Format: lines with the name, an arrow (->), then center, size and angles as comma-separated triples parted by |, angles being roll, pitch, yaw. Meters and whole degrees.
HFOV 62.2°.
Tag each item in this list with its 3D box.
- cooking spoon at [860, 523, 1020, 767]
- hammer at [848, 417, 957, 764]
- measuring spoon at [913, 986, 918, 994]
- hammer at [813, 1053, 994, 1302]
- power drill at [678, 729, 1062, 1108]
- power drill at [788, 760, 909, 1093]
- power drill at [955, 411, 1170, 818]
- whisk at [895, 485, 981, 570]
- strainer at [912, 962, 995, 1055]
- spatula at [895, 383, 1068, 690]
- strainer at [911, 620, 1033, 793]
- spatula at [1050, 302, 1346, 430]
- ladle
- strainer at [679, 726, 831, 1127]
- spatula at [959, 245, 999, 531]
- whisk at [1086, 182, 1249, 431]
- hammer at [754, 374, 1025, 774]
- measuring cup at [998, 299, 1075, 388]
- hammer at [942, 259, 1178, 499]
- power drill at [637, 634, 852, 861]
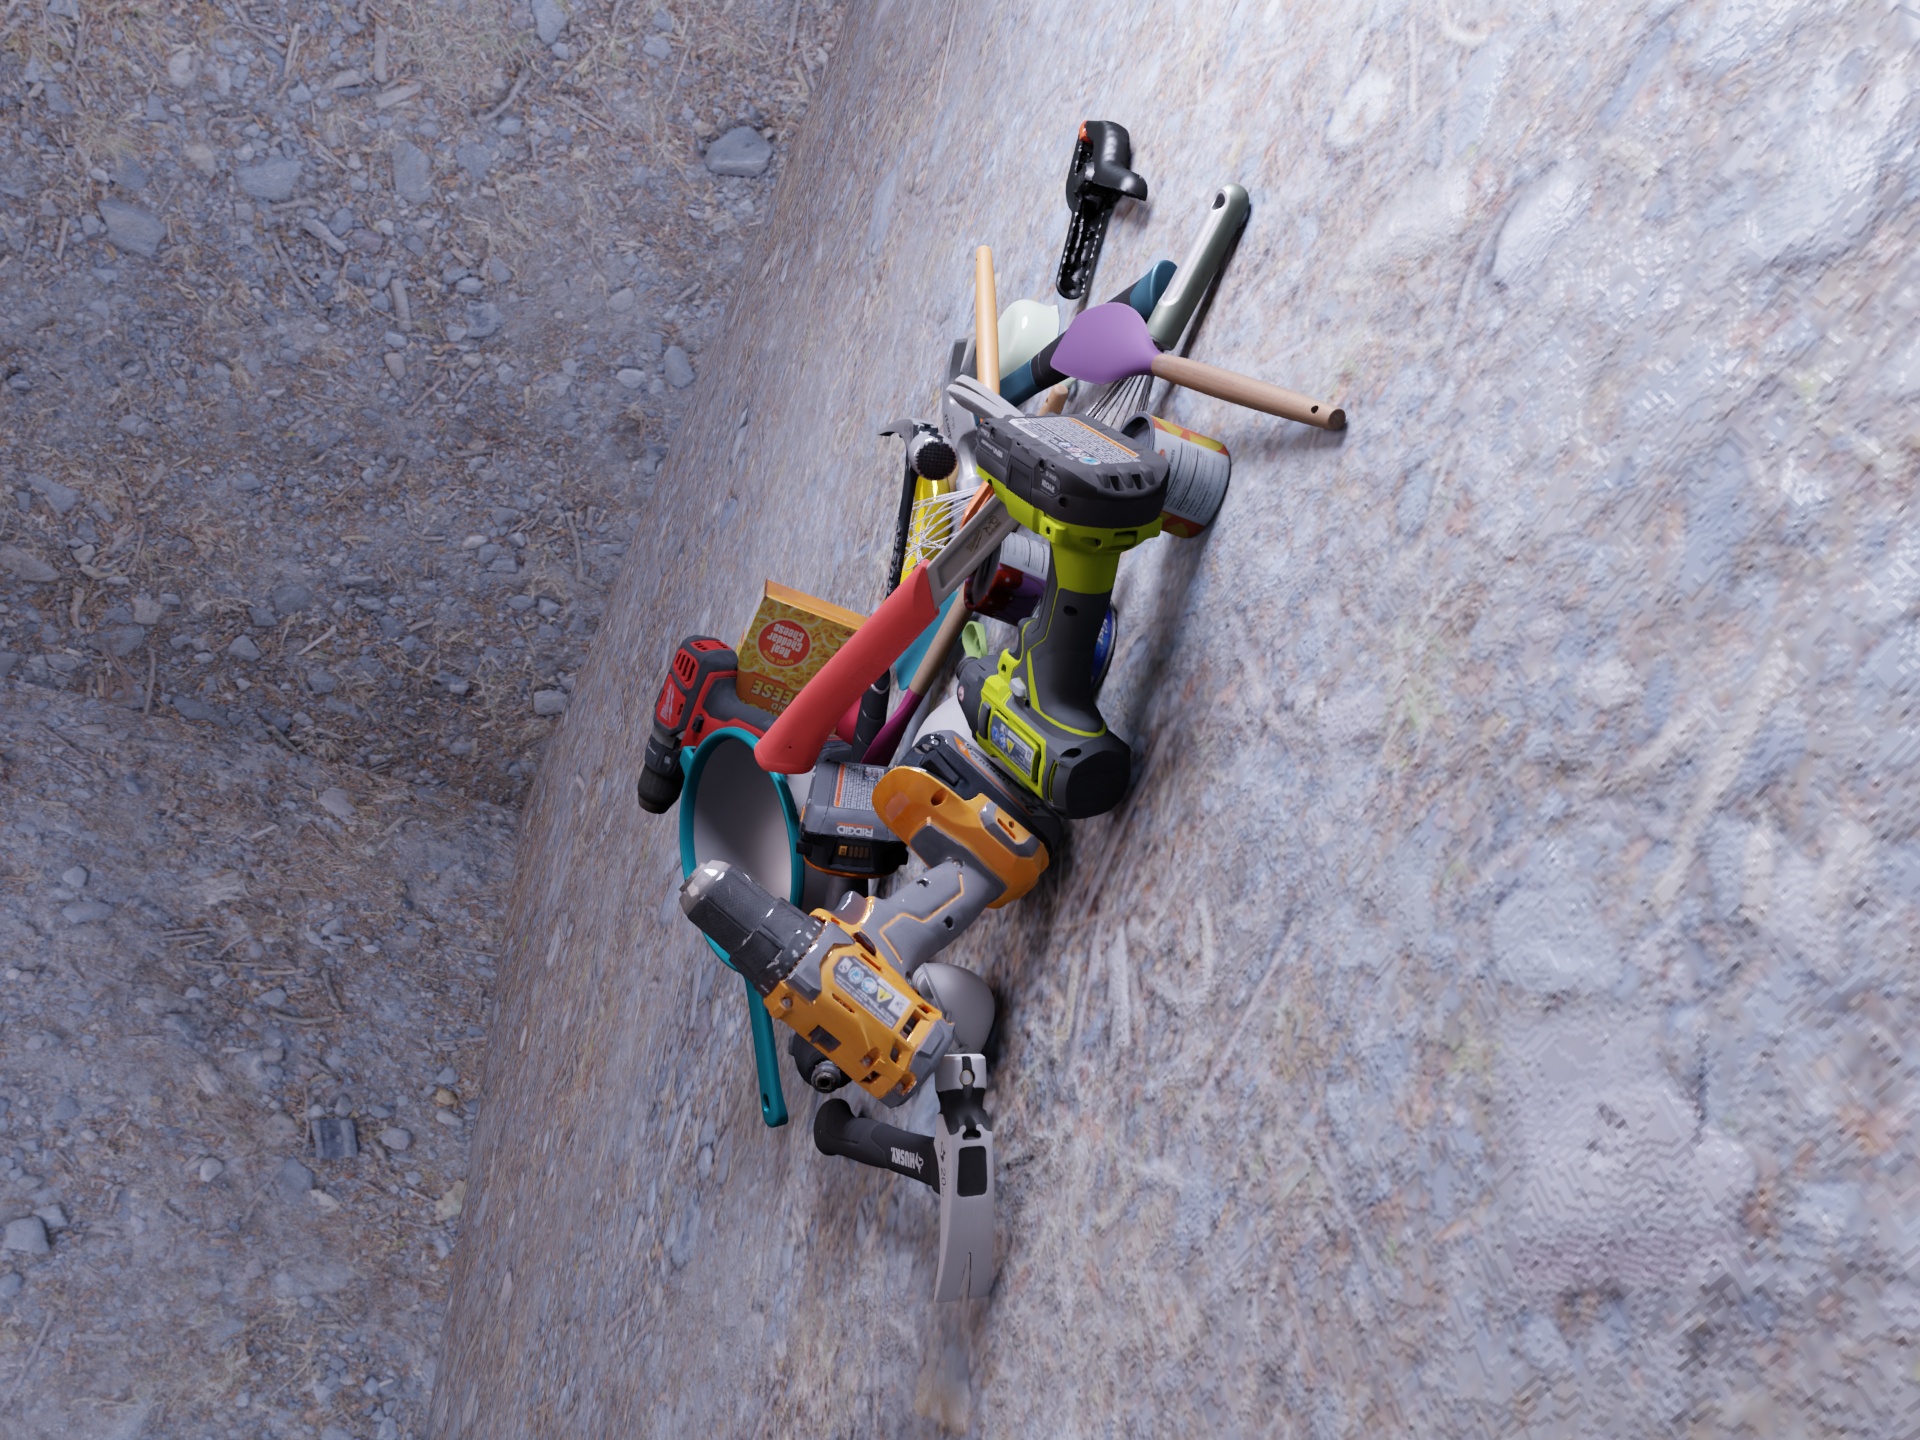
cooking spoon -> -0.023, -0.044, 1.263 | 0.318, 0.017, 0.069 | -61, -10, 23
hammer -> -0.068, -0.057, 1.348 | 0.149, 0.036, 0.408 | -121, 39, -63
measuring spoon -> -0.059, 0.245, 1.245 | 0.117, 0.011, 0.021 | -53, 21, 34
hammer -> -0.047, 0.302, 1.101 | 0.335, 0.035, 0.146 | 153, 116, -68
power drill -> -0.054, 0.104, 0.999 | 0.226, 0.185, 0.084 | -53, 3, -41
power drill -> -0.088, 0.161, 1.200 | 0.164, 0.084, 0.226 | -94, 12, -73
power drill -> 0.052, -0.072, 1.000 | 0.171, 0.080, 0.223 | 43, 134, 50
whisk -> 0.027, -0.182, 1.305 | 0.284, 0.070, 0.070 | -25, 51, 57
strainer -> -0.019, 0.189, 1.138 | 0.087, 0.050, 0.258 | 65, 169, -10
spatula -> 0.014, -0.146, 1.266 | 0.317, 0.044, 0.082 | 118, 154, -47
strainer -> -0.002, -0.004, 1.202 | 0.257, 0.069, 0.151 | -97, 31, -51
spatula -> 0.142, -0.223, 1.008 | 0.060, 0.018, 0.316 | -59, 33, 7
ladle -> -0.056, -0.110, 1.496 | 0.315, 0.031, 0.069 | -67, 22, 11
strainer -> -0.148, 0.171, 1.369 | 0.211, 0.095, 0.340 | -9, 88, 54
spatula -> 0.013, -0.253, 1.235 | 0.081, 0.041, 0.323 | 103, 168, -58
whisk -> 0.132, -0.255, 1.099 | 0.246, 0.059, 0.058 | -62, 34, 14
hammer -> -0.050, -0.079, 1.153 | 0.359, 0.149, 0.037 | -43, 7, 35
measuring cup -> 0.060, -0.307, 1.332 | 0.168, 0.038, 0.083 | -116, 47, -63
hammer -> 0.071, -0.278, 1.254 | 0.331, 0.033, 0.128 | -17, 82, 61
power drill -> -0.214, 0.047, 1.518 | 0.227, 0.080, 0.188 | 34, 112, 27
